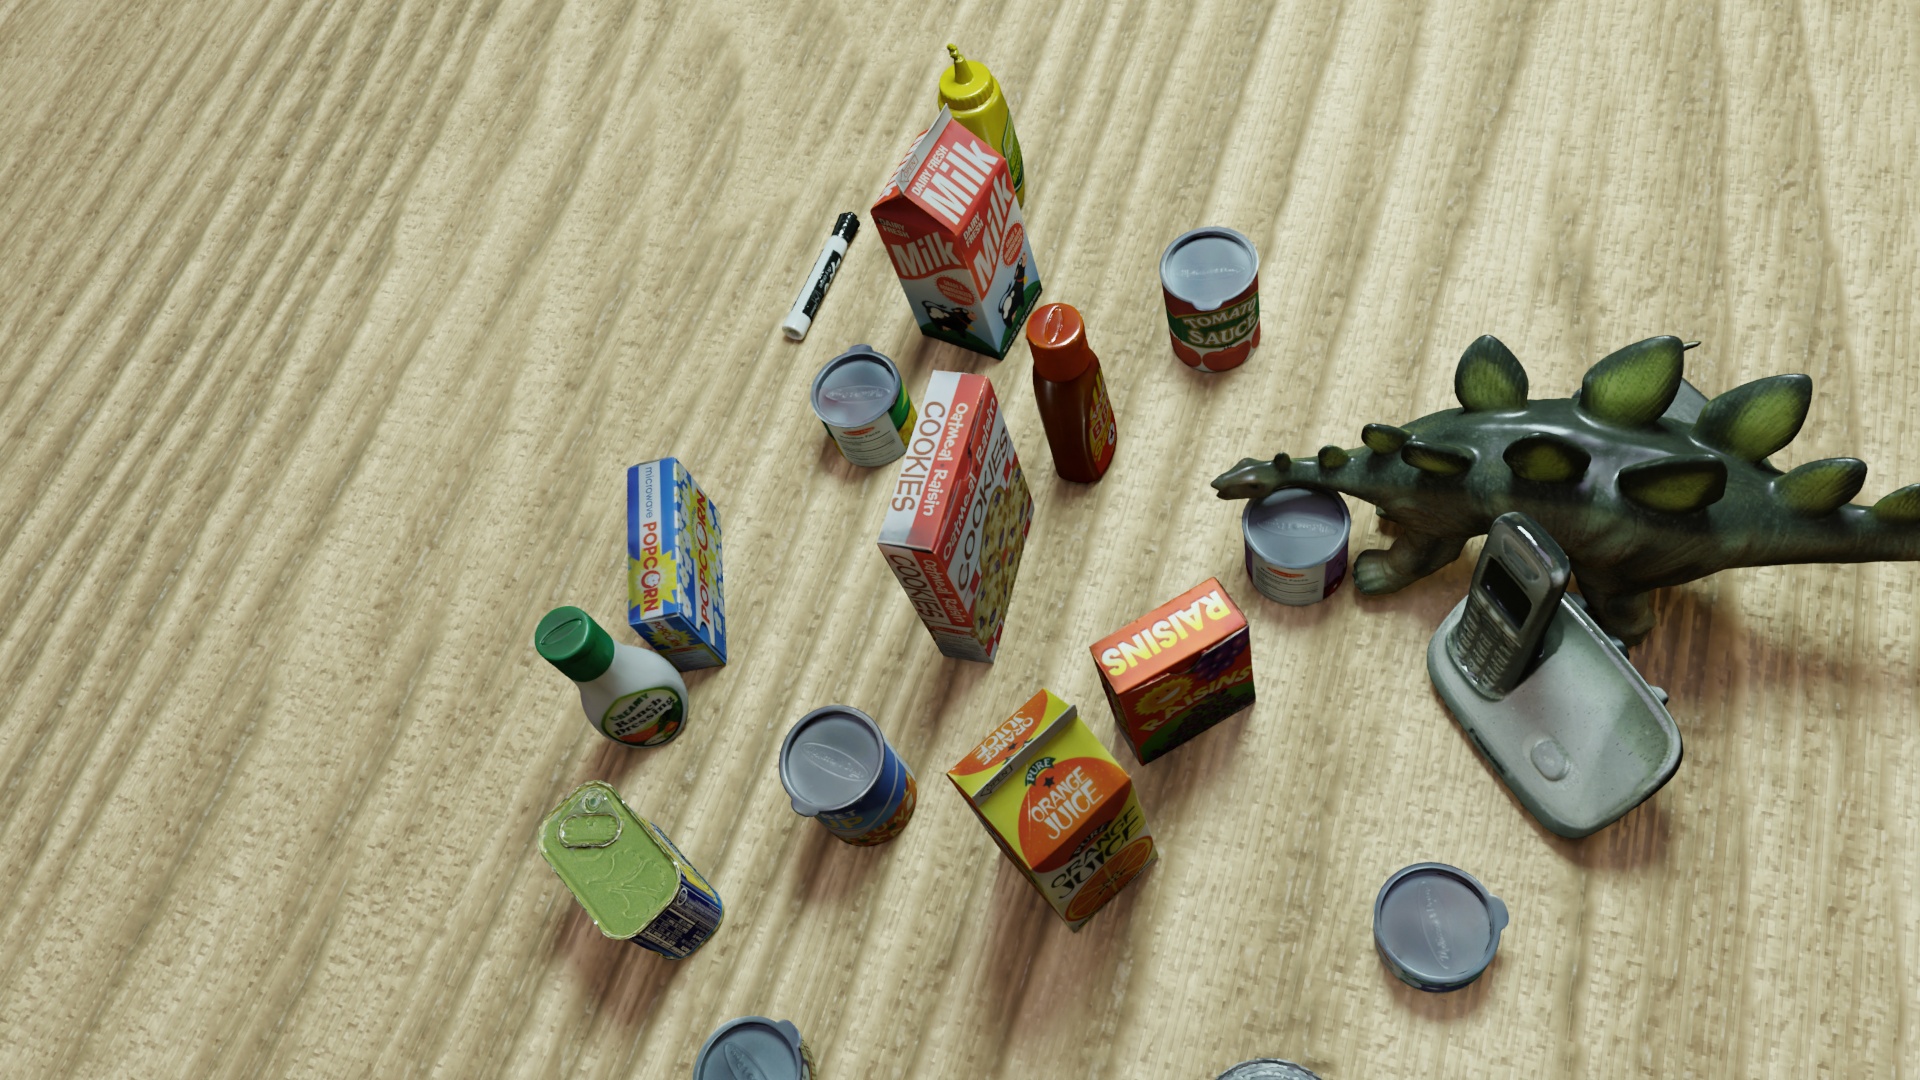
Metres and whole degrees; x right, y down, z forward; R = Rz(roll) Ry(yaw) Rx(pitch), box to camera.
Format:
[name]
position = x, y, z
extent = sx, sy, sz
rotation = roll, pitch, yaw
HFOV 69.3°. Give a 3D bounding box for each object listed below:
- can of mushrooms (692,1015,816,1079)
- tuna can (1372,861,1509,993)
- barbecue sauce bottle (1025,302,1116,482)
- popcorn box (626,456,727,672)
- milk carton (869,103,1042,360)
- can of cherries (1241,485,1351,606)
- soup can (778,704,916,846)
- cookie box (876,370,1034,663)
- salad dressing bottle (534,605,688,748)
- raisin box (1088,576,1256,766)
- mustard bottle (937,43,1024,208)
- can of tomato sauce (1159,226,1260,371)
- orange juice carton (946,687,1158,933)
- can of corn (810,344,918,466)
[can of mushrooms]
position = -0.118, 0.313, 0.812
extent = 0.071, 0.033, 0.071
rotation = -6, 61, 11
[tuna can]
position = 0.266, 0.215, 0.771
extent = 0.071, 0.032, 0.071
rotation = -6, 61, 11
[barbecue sauce bottle]
position = 0.073, -0.100, 0.924
extent = 0.044, 0.148, 0.065
rotation = 7, 64, 18
[popcorn box]
position = -0.196, 0.017, 0.964
extent = 0.038, 0.085, 0.127
rotation = -13, 60, 7
[milk carton]
position = -0.004, -0.216, 0.983
extent = 0.073, 0.189, 0.072
rotation = 21, 69, 23
[can of cherries]
position = 0.215, -0.001, 0.887
extent = 0.071, 0.058, 0.072
rotation = -6, 61, 11
[soup can]
position = -0.069, 0.150, 0.860
extent = 0.071, 0.083, 0.071
rotation = -6, 61, 11
[cookie box]
position = 0.003, -0.011, 0.882
extent = 0.040, 0.166, 0.123
rotation = 8, 64, 18
[salad dressing bottle]
position = -0.224, 0.089, 0.895
extent = 0.064, 0.147, 0.044
rotation = -32, 59, -4
[raisin box]
position = 0.128, 0.081, 0.826
extent = 0.086, 0.123, 0.040
rotation = -29, 59, -2
[mustard bottle]
position = 0.013, -0.310, 1.047
extent = 0.049, 0.159, 0.065
rotation = 1, 63, 15
[can of tomato sauce]
position = 0.177, -0.166, 0.972
extent = 0.071, 0.082, 0.071
rotation = -6, 61, 11
[orange juice carton]
position = 0.052, 0.147, 0.768
extent = 0.072, 0.192, 0.073
rotation = -40, 60, -9
[can of corn]
position = -0.068, -0.097, 1.010
extent = 0.071, 0.058, 0.071
rotation = -6, 61, 11
